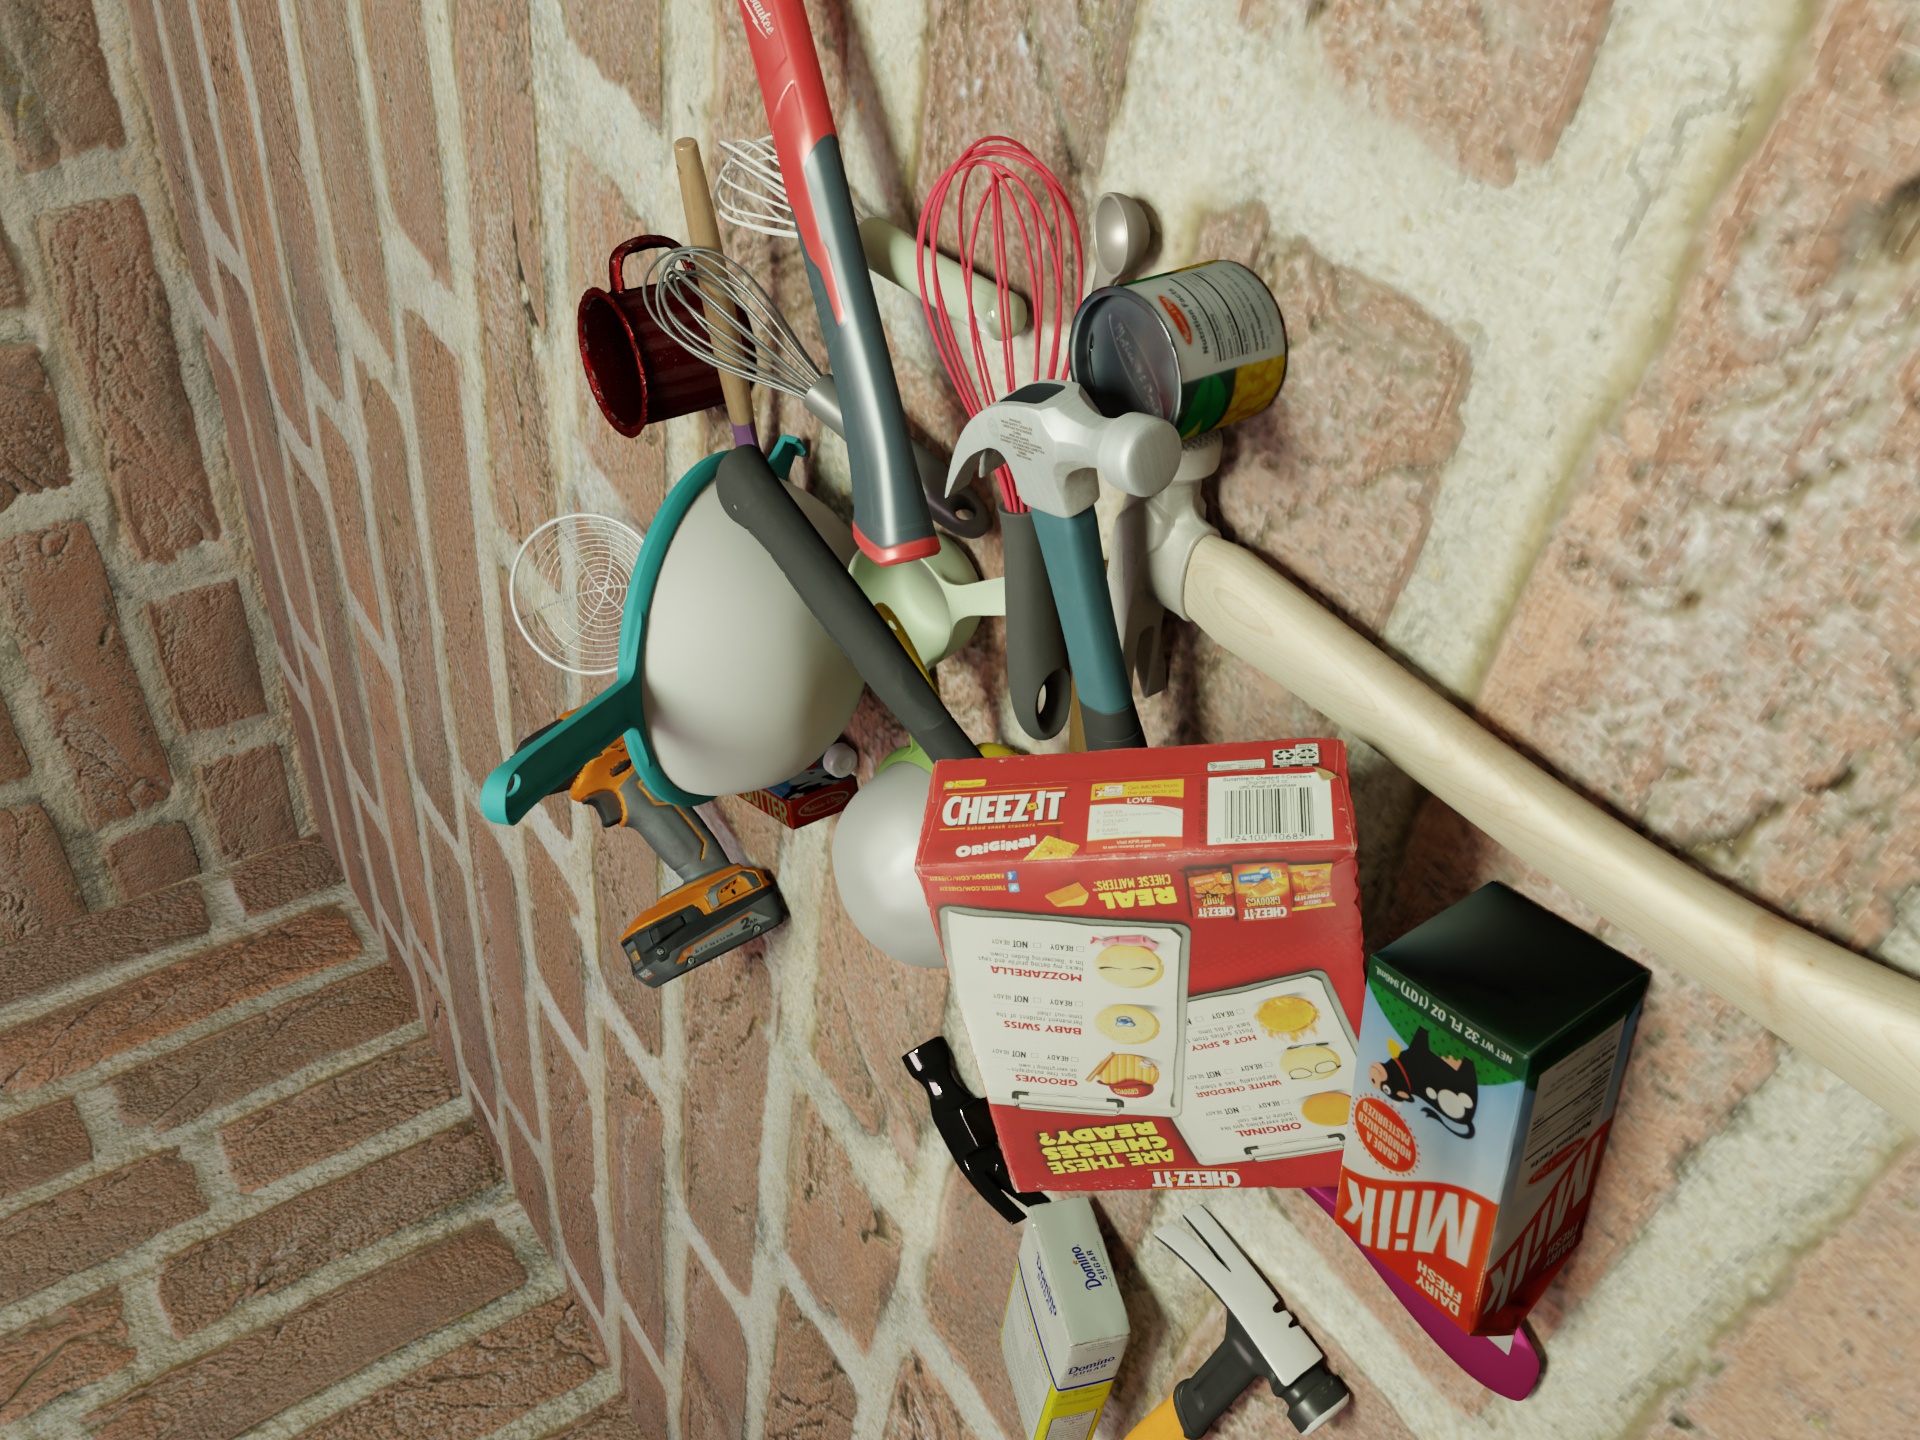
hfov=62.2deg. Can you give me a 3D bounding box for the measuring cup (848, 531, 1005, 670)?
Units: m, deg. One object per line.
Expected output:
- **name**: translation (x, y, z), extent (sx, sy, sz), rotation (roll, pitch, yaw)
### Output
- **measuring cup**: translation (0.011, -0.070, 0.843), extent (0.168, 0.038, 0.083), rotation (-2, 113, 42)

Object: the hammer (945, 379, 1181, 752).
- **hammer**: translation (0.068, 0.001, 0.712), extent (0.128, 0.033, 0.330), rotation (30, 146, 46)

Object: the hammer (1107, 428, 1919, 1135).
- **hammer**: translation (0.198, 0.032, 0.589), extent (0.411, 0.038, 0.146), rotation (42, 143, 38)

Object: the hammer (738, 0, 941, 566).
- **hammer**: translation (-0.060, -0.267, 0.755), extent (0.143, 0.038, 0.386), rotation (-10, 95, 45)

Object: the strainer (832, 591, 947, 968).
- **strainer**: translation (-0.040, 0.049, 0.958), extent (0.152, 0.069, 0.256), rotation (28, 131, 50)

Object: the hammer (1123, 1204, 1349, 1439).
- **hammer**: translation (0.128, 0.419, 0.965), extent (0.127, 0.034, 0.336), rotation (50, 146, 28)

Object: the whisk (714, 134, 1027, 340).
- **whisk**: translation (-0.051, -0.248, 0.811), extent (0.247, 0.059, 0.057), rotation (39, 177, 35)

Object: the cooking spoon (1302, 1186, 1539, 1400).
- **cooking spoon**: translation (0.155, 0.210, 0.795), extent (0.319, 0.017, 0.068), rotation (41, 143, 39)

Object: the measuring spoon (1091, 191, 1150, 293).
- **measuring spoon**: translation (0.066, -0.174, 0.696), extent (0.124, 0.018, 0.034), rotation (95, 157, -50)

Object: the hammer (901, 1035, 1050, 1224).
- **hammer**: translation (0.049, 0.231, 0.953), extent (0.130, 0.031, 0.331), rotation (62, 154, 9)

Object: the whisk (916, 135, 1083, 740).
- **whisk**: translation (0.026, -0.117, 0.737), extent (0.073, 0.073, 0.295), rotation (32, 139, 47)

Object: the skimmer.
- **skimmer**: translation (-0.209, -0.047, 1.157), extent (0.364, 0.090, 0.127), rotation (33, 104, 43)

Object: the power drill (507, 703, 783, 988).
- **power drill**: translation (-0.254, 0.091, 1.252), extent (0.226, 0.164, 0.084), rotation (63, 150, 5)

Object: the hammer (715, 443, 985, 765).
- **hammer**: translation (-0.020, -0.008, 0.789), extent (0.335, 0.035, 0.146), rotation (53, 156, 15)

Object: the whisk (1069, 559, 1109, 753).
- **whisk**: translation (0.069, 0.034, 0.809), extent (0.047, 0.051, 0.244), rotation (17, 122, 29)

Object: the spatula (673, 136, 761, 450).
- **spatula**: translation (-0.134, -0.200, 0.953), extent (0.060, 0.018, 0.315), rotation (44, 155, 34)

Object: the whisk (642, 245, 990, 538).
- **whisk**: translation (-0.077, -0.173, 0.850), extent (0.239, 0.055, 0.055), rotation (40, 144, 11)

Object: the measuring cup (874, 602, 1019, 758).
- **measuring cup**: translation (-0.001, -0.003, 0.867), extent (0.062, 0.029, 0.156), rotation (-3, 121, 51)

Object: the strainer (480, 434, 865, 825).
- **strainer**: translation (-0.126, -0.021, 0.866), extent (0.095, 0.340, 0.210), rotation (11, 116, 16)
